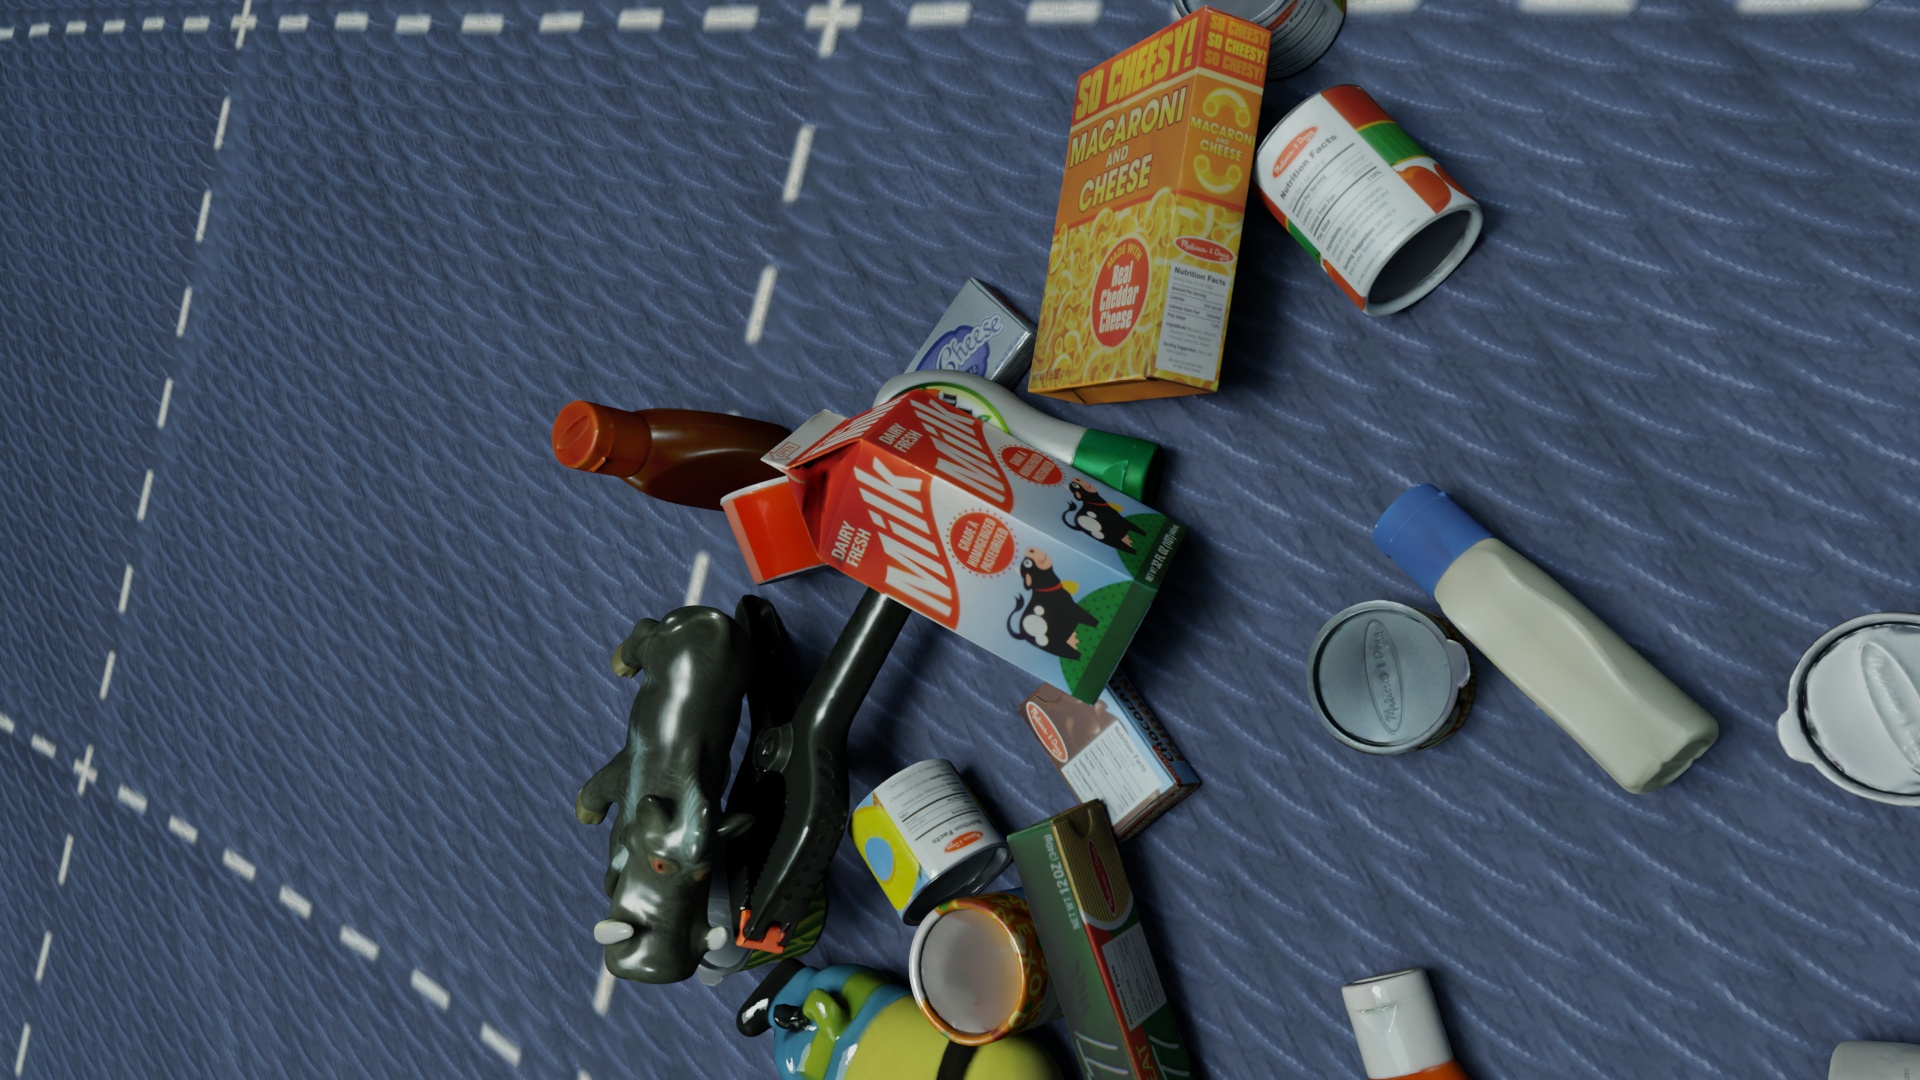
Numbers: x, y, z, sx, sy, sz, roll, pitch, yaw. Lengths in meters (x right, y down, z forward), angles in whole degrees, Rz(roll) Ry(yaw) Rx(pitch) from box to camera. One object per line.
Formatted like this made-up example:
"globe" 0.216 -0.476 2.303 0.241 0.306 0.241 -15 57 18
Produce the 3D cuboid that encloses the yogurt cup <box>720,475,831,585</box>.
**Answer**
"yogurt cup" -0.097 -0.007 0.788 0.072 0.072 0.054 -17 87 31

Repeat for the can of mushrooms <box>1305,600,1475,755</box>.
"can of mushrooms" 0.190 0.060 0.605 0.071 0.033 0.071 -5 80 34

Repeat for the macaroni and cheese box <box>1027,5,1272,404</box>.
"macaroni and cheese box" 0.087 -0.152 0.665 0.123 0.040 0.166 -174 94 -67

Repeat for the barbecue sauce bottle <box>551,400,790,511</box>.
"barbecue sauce bottle" -0.160 -0.049 0.786 0.064 0.148 0.044 -37 66 25

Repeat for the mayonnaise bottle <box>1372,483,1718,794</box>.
"mayonnaise bottle" 0.232 0.036 0.565 0.041 0.065 0.148 -54 55 21

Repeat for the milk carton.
"milk carton" 0.002 -0.008 0.663 0.191 0.073 0.073 28 121 8

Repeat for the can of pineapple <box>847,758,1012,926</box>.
"can of pineapple" -0.017 0.155 0.713 0.070 0.071 0.058 -48 60 20

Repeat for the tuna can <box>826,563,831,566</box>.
"tuna can" -0.042 -0.006 0.750 0.071 0.071 0.033 -10 78 33

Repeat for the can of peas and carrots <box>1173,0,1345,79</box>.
"can of peas and carrots" 0.142 -0.264 0.664 0.071 0.059 0.071 -5 80 34

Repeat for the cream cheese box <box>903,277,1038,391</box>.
"cream cheese box" -0.002 -0.086 0.759 0.053 0.024 0.103 46 109 30

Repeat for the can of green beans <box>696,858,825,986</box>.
"can of green beans" -0.118 0.206 0.779 0.071 0.058 0.071 -5 81 33

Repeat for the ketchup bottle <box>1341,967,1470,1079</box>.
"ketchup bottle" 0.197 0.254 0.569 0.064 0.043 0.149 -25 70 32

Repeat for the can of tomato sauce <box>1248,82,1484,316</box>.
"can of tomato sauce" 0.181 -0.151 0.621 0.071 0.071 0.083 -45 63 21

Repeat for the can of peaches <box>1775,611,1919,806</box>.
"can of peaches" 0.332 0.060 0.495 0.071 0.058 0.071 -4 82 34

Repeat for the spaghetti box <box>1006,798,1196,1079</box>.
"spaghetti box" 0.082 0.244 0.625 0.028 0.050 0.250 -24 79 32

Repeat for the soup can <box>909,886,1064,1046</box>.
"soup can" 0.027 0.201 0.666 0.071 0.084 0.071 -5 81 33

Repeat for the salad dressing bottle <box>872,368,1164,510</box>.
"salad dressing bottle" 0.028 -0.047 0.705 0.148 0.044 0.064 14 101 20

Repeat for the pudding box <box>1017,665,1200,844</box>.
"pudding box" 0.072 0.100 0.681 0.049 0.030 0.084 -46 62 22
